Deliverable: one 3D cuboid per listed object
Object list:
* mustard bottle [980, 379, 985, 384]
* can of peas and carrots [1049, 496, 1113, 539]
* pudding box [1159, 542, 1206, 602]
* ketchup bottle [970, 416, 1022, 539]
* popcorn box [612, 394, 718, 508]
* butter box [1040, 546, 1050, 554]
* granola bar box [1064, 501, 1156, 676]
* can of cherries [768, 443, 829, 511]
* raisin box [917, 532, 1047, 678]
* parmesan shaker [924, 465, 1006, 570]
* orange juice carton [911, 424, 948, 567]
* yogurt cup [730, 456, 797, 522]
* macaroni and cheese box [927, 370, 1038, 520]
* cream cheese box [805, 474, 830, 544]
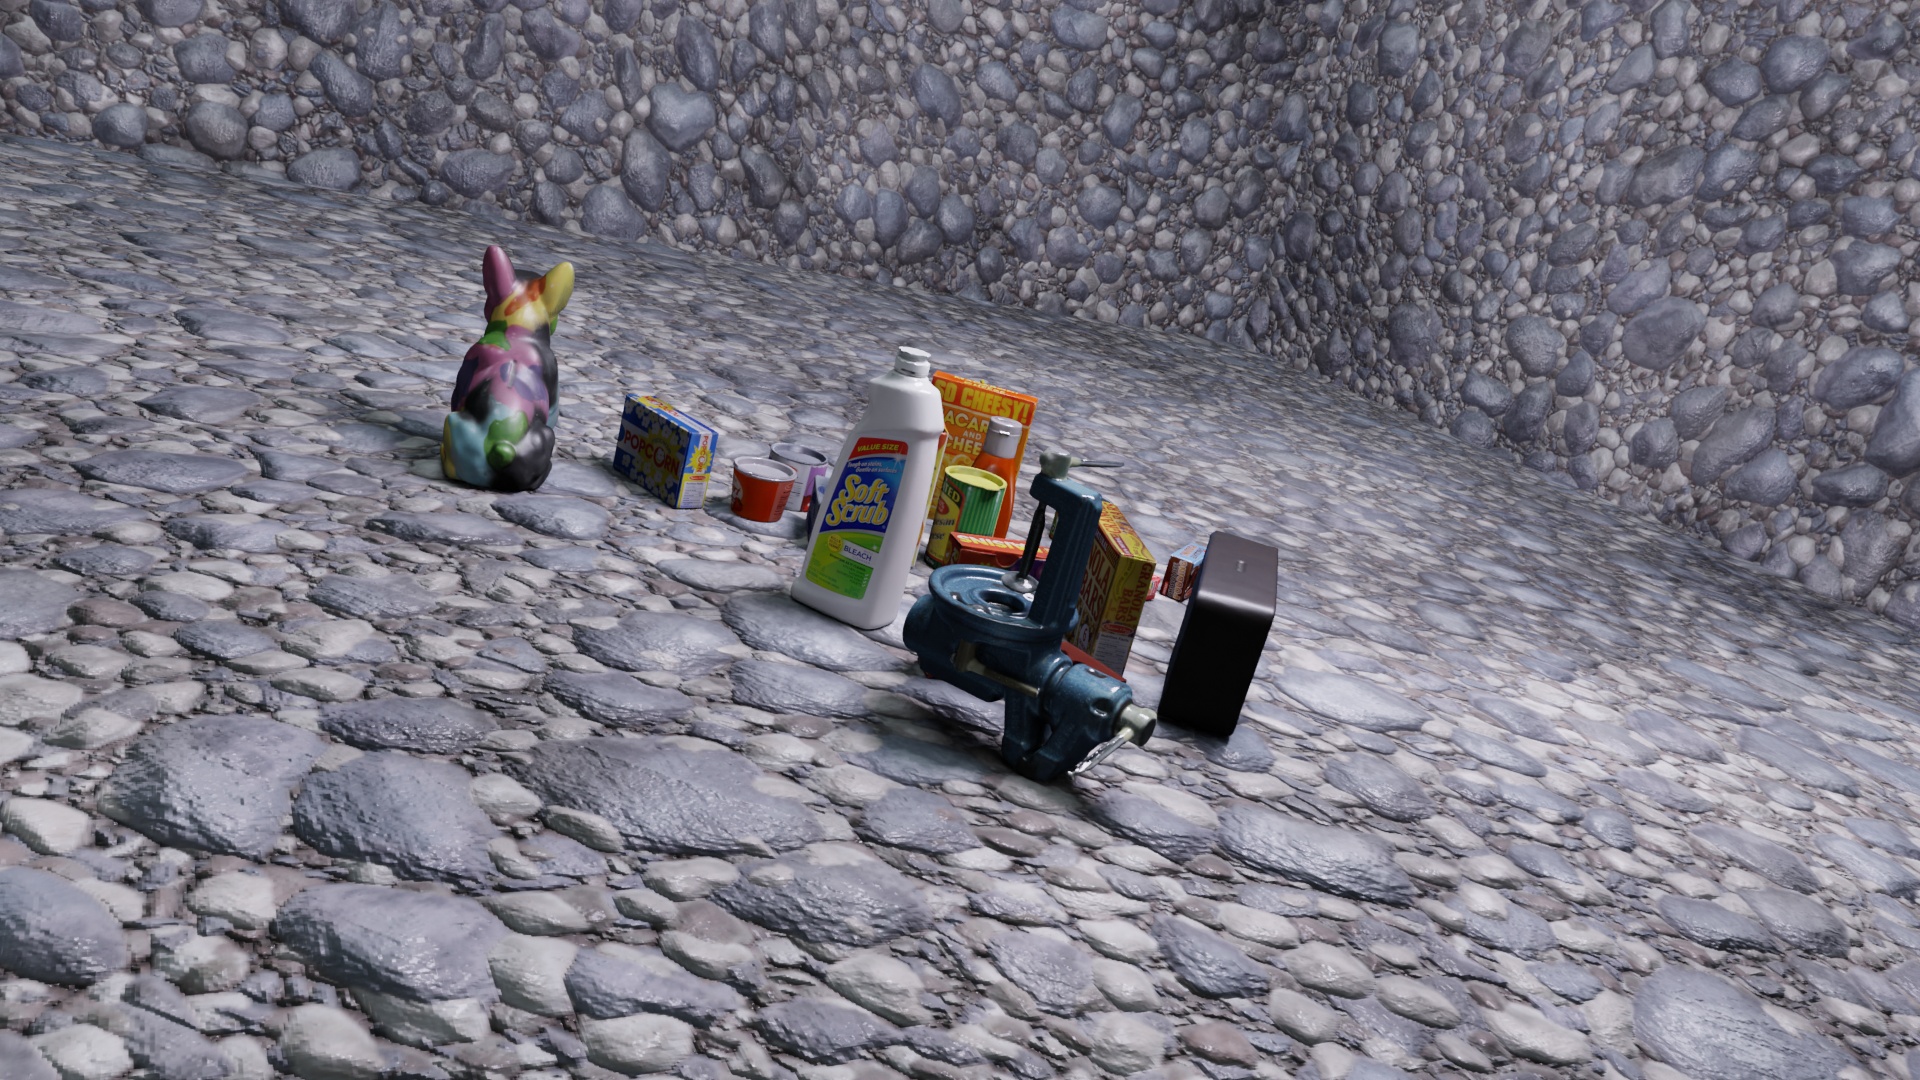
[{"bbox_3d":[0.007,-0.114,1.660,0.049,0.159,0.065,28,21,38],"label":"mustard bottle"},{"bbox_3d":[0.143,-0.025,1.660,0.071,0.058,0.071,13,17,-4],"label":"can of peas and carrots"},{"bbox_3d":[0.258,0.035,1.583,0.030,0.049,0.084,21,18,21],"label":"pudding box"},{"bbox_3d":[0.033,-0.062,1.536,0.065,0.148,0.044,14,17,-3],"label":"ketchup bottle"},{"bbox_3d":[-0.312,-0.095,1.466,0.038,0.085,0.127,-4,25,-46],"label":"popcorn box"},{"bbox_3d":[0.100,0.035,1.450,0.104,0.053,0.024,5,19,-28],"label":"butter box"},{"bbox_3d":[0.134,0.044,1.331,0.039,0.123,0.166,11,17,-11],"label":"granola bar box"},{"bbox_3d":[-0.183,-0.070,1.540,0.071,0.058,0.072,13,17,-4],"label":"can of cherries"},{"bbox_3d":[0.020,0.060,1.192,0.086,0.123,0.040,8,18,-21],"label":"raisin box"},{"bbox_3d":[0.005,-0.018,1.456,0.071,0.102,0.071,13,17,-4],"label":"parmesan shaker"},{"bbox_3d":[-0.062,-0.077,1.432,0.073,0.192,0.072,12,17,-10],"label":"orange juice carton"},{"bbox_3d":[-0.212,-0.053,1.471,0.072,0.053,0.072,13,17,-4],"label":"yogurt cup"},{"bbox_3d":[0.009,-0.100,1.606,0.124,0.165,0.040,16,17,3],"label":"macaroni and cheese box"},{"bbox_3d":[-0.144,-0.028,1.447,0.024,0.053,0.104,11,18,-12],"label":"cream cheese box"}]
